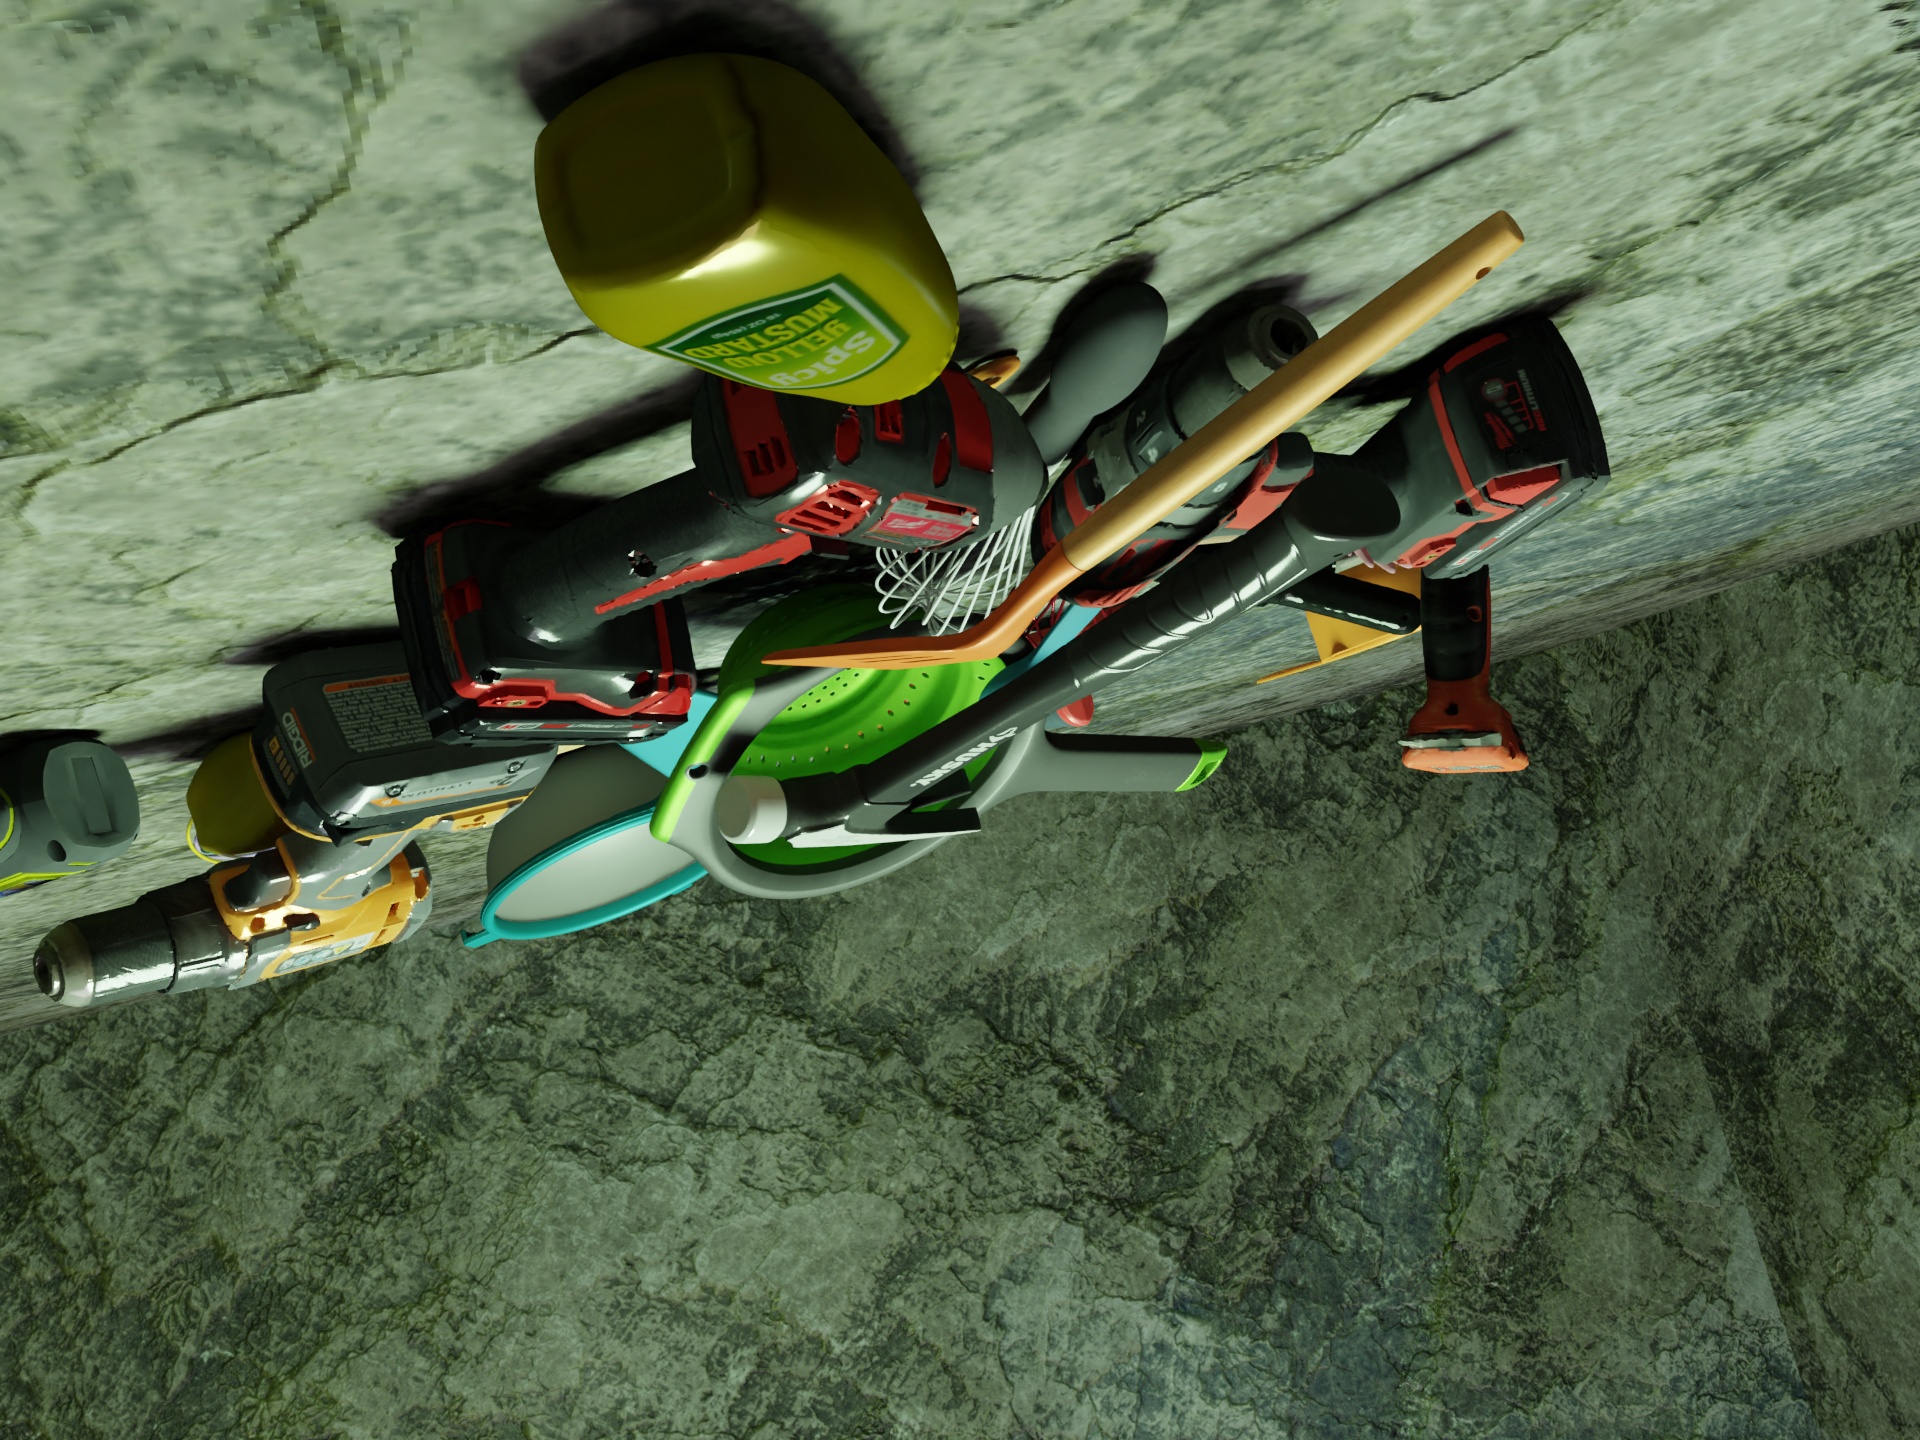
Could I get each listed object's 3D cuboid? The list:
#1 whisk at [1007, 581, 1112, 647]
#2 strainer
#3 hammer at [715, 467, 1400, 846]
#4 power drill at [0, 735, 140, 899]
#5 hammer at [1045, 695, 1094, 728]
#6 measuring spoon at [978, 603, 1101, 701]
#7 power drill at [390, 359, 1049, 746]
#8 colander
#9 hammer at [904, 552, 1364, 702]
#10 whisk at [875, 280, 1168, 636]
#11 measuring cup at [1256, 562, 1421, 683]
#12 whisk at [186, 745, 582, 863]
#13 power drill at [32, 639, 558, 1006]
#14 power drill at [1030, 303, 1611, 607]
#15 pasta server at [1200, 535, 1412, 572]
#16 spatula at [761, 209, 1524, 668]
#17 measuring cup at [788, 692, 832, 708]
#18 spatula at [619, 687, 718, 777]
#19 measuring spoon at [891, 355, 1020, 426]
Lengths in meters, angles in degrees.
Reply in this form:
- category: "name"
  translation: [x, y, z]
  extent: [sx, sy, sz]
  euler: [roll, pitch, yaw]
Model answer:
- category: "whisk"
  translation: [0.062, -0.076, 0.873]
  extent: [0.073, 0.073, 0.295]
  euler: [-14, 168, -5]
- category: "strainer"
  translation: [-0.234, 0.042, 1.133]
  extent: [0.211, 0.095, 0.340]
  euler: [-12, 157, -39]
- category: "hammer"
  translation: [0.045, -0.016, 0.696]
  extent: [0.146, 0.035, 0.335]
  euler: [4, 154, -46]
- category: "power drill"
  translation: [-0.500, 0.064, 0.667]
  extent: [0.190, 0.080, 0.228]
  euler: [-18, 176, 18]
- category: "hammer"
  translation: [-0.039, 0.027, 1.245]
  extent: [0.143, 0.038, 0.386]
  euler: [-9, 174, -36]
- category: "measuring spoon"
  translation: [0.057, -0.040, 0.791]
  extent: [0.042, 0.021, 0.128]
  euler: [12, 125, -48]
- category: "power drill"
  translation: [-0.079, -0.060, 0.546]
  extent: [0.219, 0.078, 0.143]
  euler: [-22, 167, 34]
- category: "colander"
  translation: [-0.001, -0.003, 0.896]
  extent: [0.396, 0.095, 0.204]
  euler: [2, 133, -42]
- category: "hammer"
  translation: [0.131, -0.073, 1.054]
  extent: [0.359, 0.037, 0.149]
  euler: [-18, 175, -8]
- category: "whisk"
  translation: [0.018, -0.094, 0.623]
  extent: [0.070, 0.070, 0.284]
  euler: [-13, 168, -19]
- category: "measuring cup"
  translation: [0.250, -0.067, 1.077]
  extent: [0.095, 0.052, 0.173]
  euler: [-16, 176, -31]
- category: "whisk"
  translation: [-0.349, 0.038, 0.980]
  extent: [0.245, 0.047, 0.051]
  euler: [-18, -173, -15]
- category: "power drill"
  translation: [-0.310, 0.057, 0.739]
  extent: [0.185, 0.084, 0.226]
  euler: [-13, 157, -49]
- category: "power drill"
  translation: [0.157, -0.114, 0.662]
  extent: [0.226, 0.080, 0.188]
  euler: [-8, 164, -22]
- category: "pasta server"
  translation: [0.179, -0.105, 0.853]
  extent: [0.040, 0.060, 0.316]
  euler: [31, -154, 31]
- category: "spatula"
  translation: [0.055, -0.081, 0.572]
  extent: [0.322, 0.041, 0.081]
  euler: [-35, 157, 35]
- category: "measuring cup"
  translation: [-0.072, -0.031, 1.058]
  extent: [0.062, 0.029, 0.156]
  euler: [32, 140, -14]
- category: "spatula"
  translation: [-0.240, 0.002, 0.886]
  extent: [0.082, 0.044, 0.317]
  euler: [-38, 162, 25]
- category: "measuring spoon"
  translation: [-0.014, -0.107, 0.591]
  extent: [0.021, 0.011, 0.117]
  euler: [-10, 172, -37]
